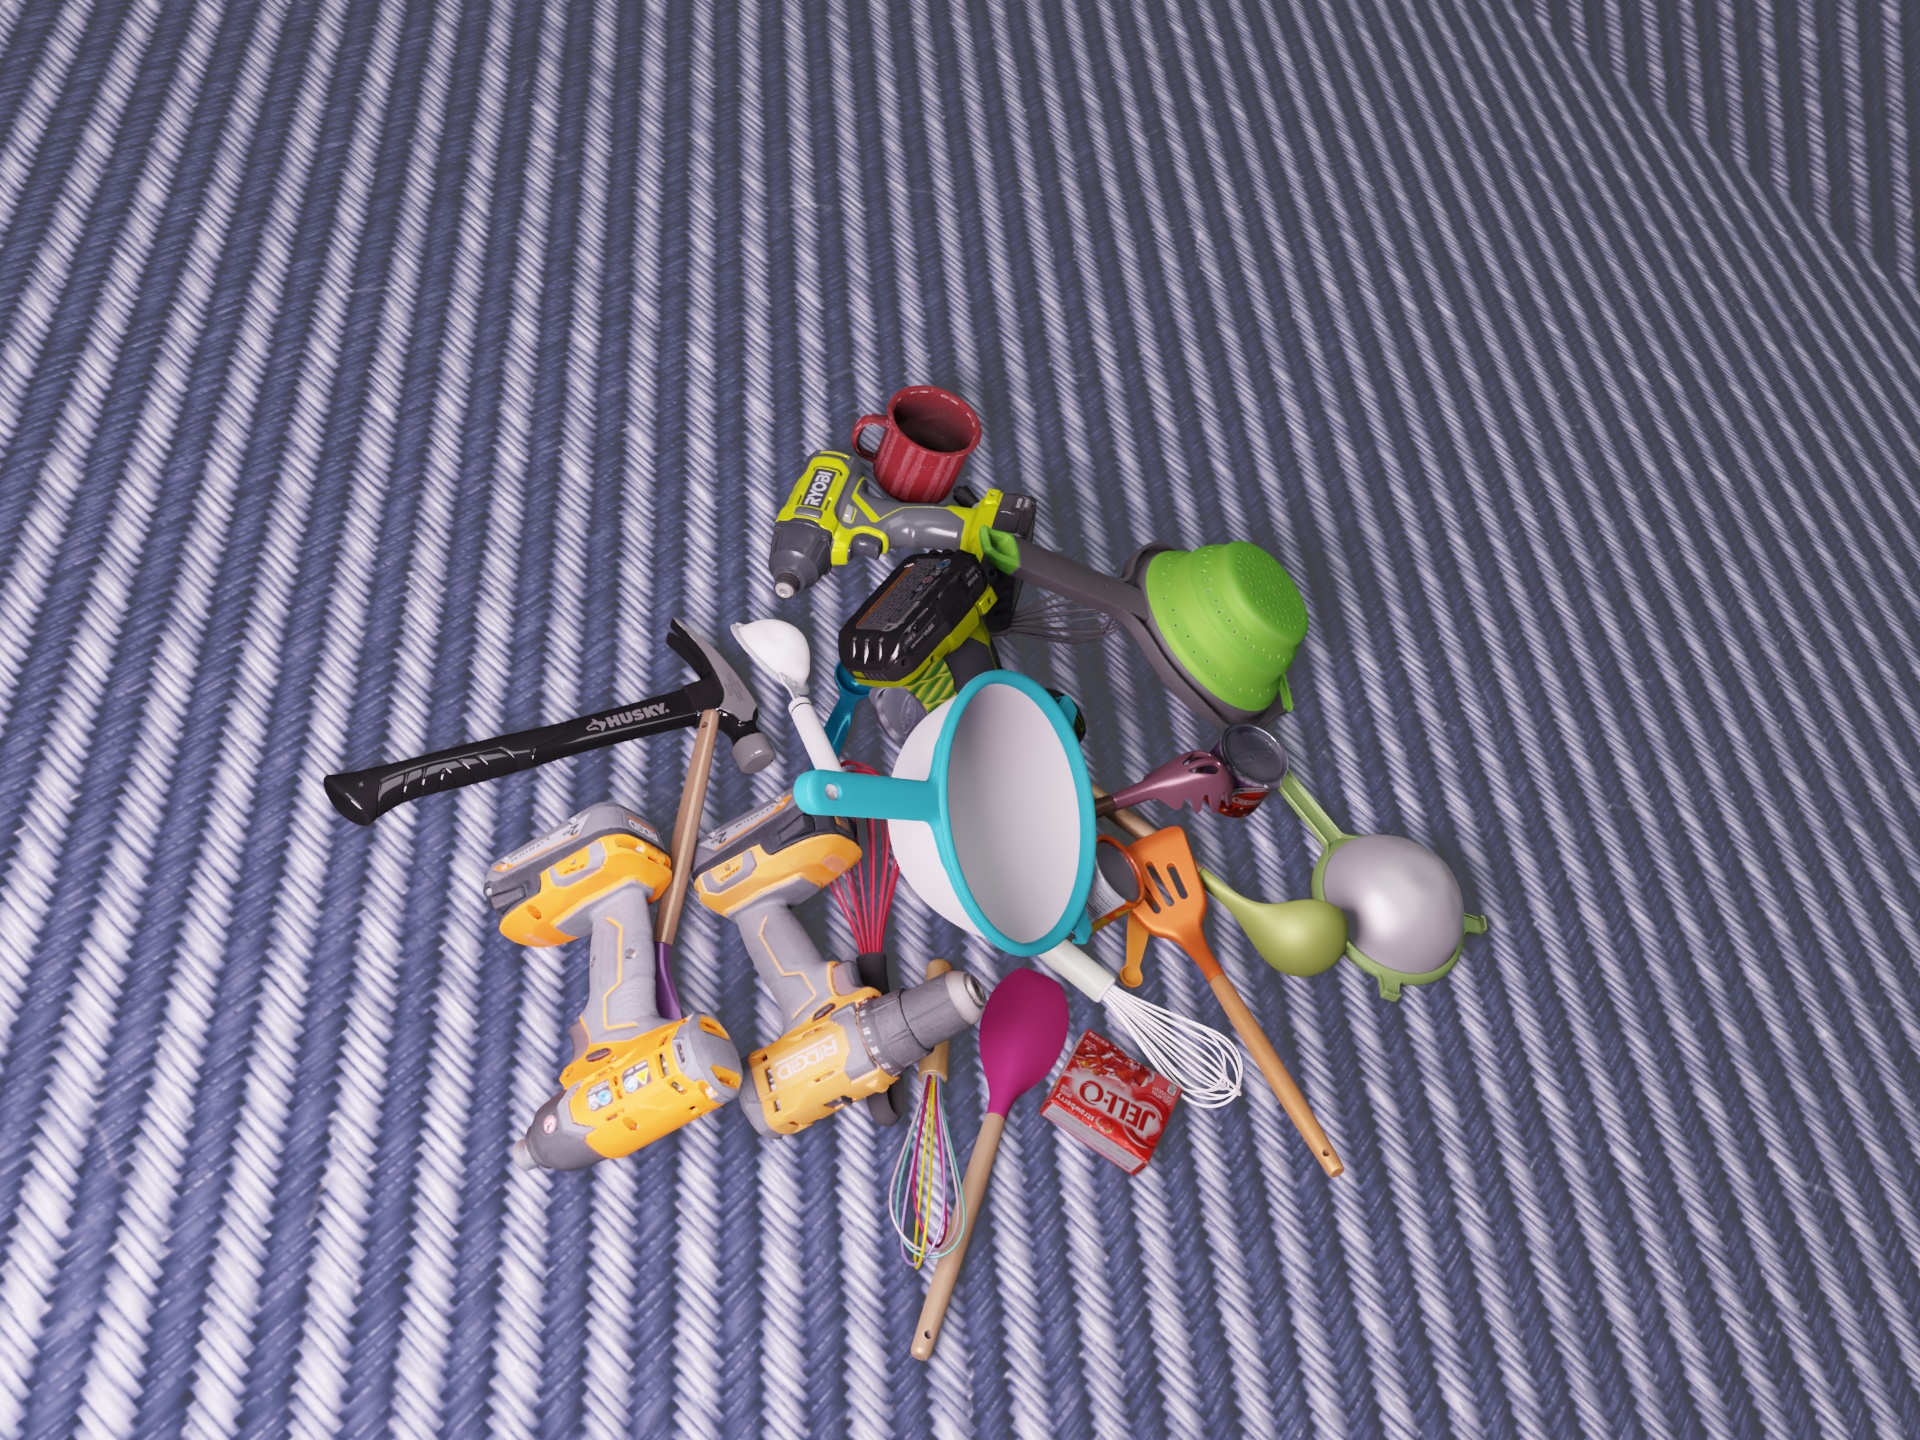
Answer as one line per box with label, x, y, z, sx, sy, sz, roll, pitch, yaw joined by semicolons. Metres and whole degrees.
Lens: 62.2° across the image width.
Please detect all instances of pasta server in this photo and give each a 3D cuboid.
pasta server;0.101;0.082;1.313;0.316;0.040;0.060;-18;49;-27

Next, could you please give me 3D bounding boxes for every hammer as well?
hammer;-0.321;0.013;1.240;0.334;0.035;0.146;-16;63;-30

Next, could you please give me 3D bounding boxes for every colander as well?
colander;0.190;-0.117;1.417;0.396;0.094;0.205;18;48;-37

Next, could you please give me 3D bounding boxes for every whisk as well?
whisk;-0.071;0.163;1.216;0.073;0.073;0.296;3;60;-20
whisk;0.121;0.218;1.260;0.246;0.059;0.058;37;80;14
whisk;-0.019;0.277;1.154;0.051;0.047;0.245;-11;46;15
whisk;0.039;-0.092;1.457;0.239;0.055;0.055;-5;57;-20

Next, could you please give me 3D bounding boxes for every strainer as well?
strainer;0.360;0.112;1.417;0.151;0.069;0.256;-25;69;-34
strainer;-0.026;0.066;1.138;0.340;0.095;0.211;10;74;-53
strainer;-0.129;-0.015;1.288;0.086;0.050;0.259;34;19;-44

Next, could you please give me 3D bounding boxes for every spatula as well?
spatula;0.210;0.217;1.243;0.081;0.041;0.323;-28;46;-1
spatula;-0.208;0.137;1.148;0.060;0.018;0.316;0;65;17

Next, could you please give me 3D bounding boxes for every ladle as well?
ladle;0.188;0.110;1.363;0.320;0.078;0.062;37;40;16

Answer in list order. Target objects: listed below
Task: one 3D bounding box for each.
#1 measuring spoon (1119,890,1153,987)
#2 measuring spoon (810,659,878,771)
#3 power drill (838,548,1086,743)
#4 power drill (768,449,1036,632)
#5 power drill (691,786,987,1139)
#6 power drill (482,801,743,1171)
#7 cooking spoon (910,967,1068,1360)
measuring spoon;0.146;0.175;1.326;0.021;0.011;0.117;21;47;-7
measuring spoon;-0.103;0.000;1.354;0.042;0.021;0.129;24;59;-6
power drill;-0.002;-0.004;1.285;0.191;0.080;0.228;-50;126;-29
power drill;-0.054;-0.156;1.427;0.223;0.080;0.171;12;49;7
power drill;-0.091;0.161;1.139;0.185;0.084;0.226;-28;59;13
power drill;-0.252;0.188;1.084;0.164;0.084;0.227;-30;59;10
cooking spoon;0.019;0.313;1.163;0.068;0.017;0.319;24;49;-2
